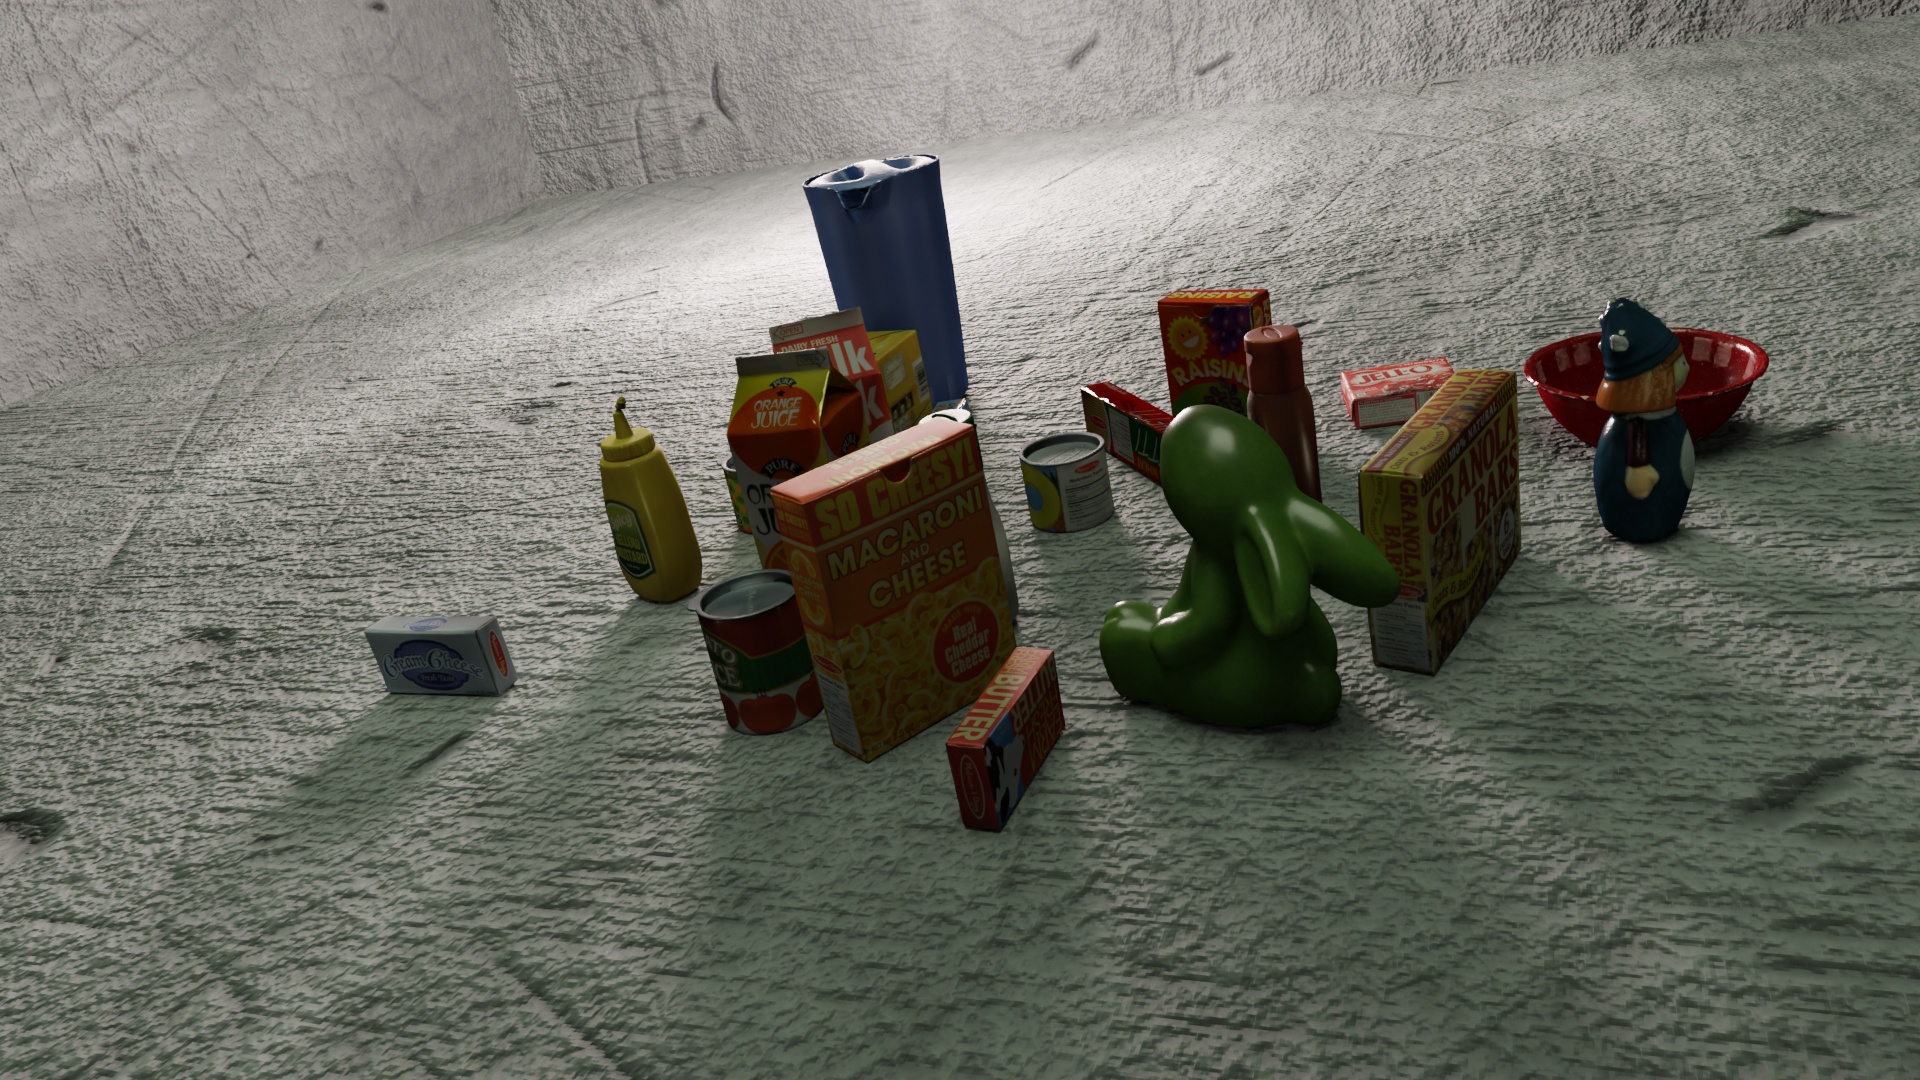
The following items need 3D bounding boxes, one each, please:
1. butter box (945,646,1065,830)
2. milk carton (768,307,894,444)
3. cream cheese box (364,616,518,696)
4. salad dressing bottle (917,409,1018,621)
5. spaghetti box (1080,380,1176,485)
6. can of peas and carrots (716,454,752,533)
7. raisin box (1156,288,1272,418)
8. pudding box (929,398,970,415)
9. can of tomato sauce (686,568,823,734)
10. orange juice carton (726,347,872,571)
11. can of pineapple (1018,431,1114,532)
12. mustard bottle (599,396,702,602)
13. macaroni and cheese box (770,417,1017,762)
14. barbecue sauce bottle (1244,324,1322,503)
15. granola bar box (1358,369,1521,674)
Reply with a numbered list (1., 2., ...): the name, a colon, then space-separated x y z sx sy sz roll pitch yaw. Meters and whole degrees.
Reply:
1. butter box: 0.026 0.105 0.752 0.024 0.053 0.104 1 26 26
2. milk carton: -0.088 -0.077 1.046 0.072 0.189 0.073 -15 23 -8
3. cream cheese box: -0.368 0.081 0.983 0.104 0.053 0.024 -1 25 22
4. salad dressing bottle: 0.003 -0.011 0.909 0.044 0.147 0.064 -22 25 -24
5. spaghetti box: 0.160 -0.074 1.104 0.029 0.050 0.251 -17 24 -14
6. can of peas and carrots: -0.165 -0.044 1.172 0.071 0.058 0.071 -9 23 4
7. raisin box: 0.214 -0.143 1.147 0.086 0.123 0.040 7 29 37
8. pudding box: -0.010 -0.087 1.212 0.030 0.049 0.084 -5 24 14
9. can of tomato sauce: -0.125 0.069 0.863 0.071 0.082 0.071 -9 23 4
10. orange juice carton: -0.103 -0.039 0.964 0.072 0.191 0.073 -2 25 21
11. can of pineapple: 0.081 -0.045 1.065 0.071 0.057 0.071 -9 23 4
12. mustard bottle: -0.242 -0.033 1.052 0.065 0.159 0.049 9 30 40
13. macaroni and cheese box: -0.033 0.027 0.814 0.124 0.165 0.040 -27 27 -32
14. barbecue sauce bottle: 0.220 -0.071 0.947 0.044 0.148 0.065 -11 23 0
15. granola bar box: 0.287 -0.016 0.821 0.039 0.123 0.166 7 29 37
